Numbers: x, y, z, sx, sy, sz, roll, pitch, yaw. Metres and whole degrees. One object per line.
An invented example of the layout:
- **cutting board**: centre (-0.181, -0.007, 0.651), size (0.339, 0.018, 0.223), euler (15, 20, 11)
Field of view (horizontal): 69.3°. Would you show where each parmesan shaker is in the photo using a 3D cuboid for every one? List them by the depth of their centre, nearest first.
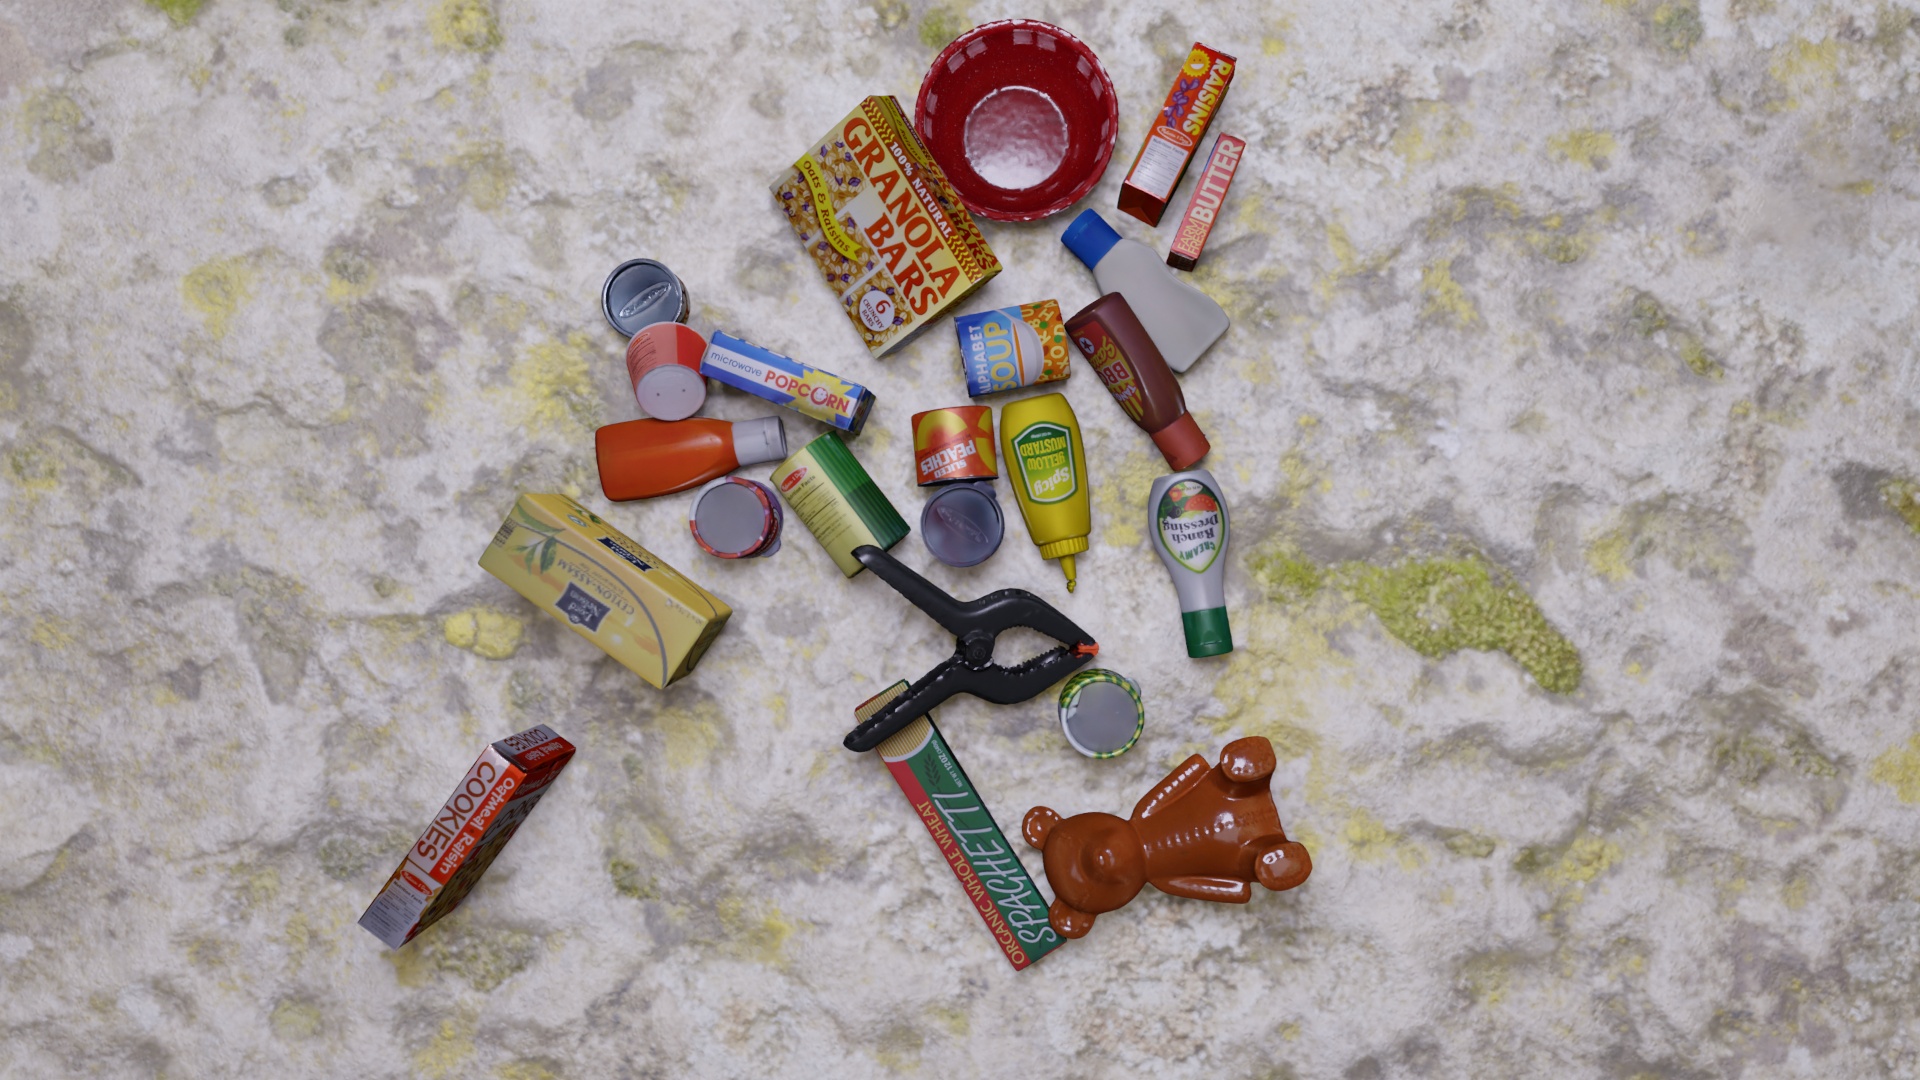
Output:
- **parmesan shaker**: centre (-0.097, -0.027, 1.112), size (0.071, 0.071, 0.103), euler (-38, 89, 1)

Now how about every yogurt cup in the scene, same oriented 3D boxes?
- **yogurt cup**: centre (-0.232, -0.133, 1.107), size (0.072, 0.054, 0.072), euler (-8, 132, -9)

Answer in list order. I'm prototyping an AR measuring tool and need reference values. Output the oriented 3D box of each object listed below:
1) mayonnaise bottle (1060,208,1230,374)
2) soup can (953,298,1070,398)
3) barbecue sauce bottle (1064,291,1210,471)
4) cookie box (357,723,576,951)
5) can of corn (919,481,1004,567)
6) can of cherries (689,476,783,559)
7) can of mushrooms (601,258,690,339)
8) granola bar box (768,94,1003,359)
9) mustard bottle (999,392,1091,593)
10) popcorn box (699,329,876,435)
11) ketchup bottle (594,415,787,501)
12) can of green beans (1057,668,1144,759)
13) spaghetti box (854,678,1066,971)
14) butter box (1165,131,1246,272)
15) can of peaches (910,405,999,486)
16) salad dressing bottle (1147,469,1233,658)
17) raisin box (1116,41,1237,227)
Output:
- **mayonnaise bottle**: centre (0.145, -0.204, 1.118), size (0.148, 0.041, 0.064), euler (45, 97, 3)
- **soup can**: centre (0.041, -0.152, 1.105), size (0.084, 0.071, 0.071), euler (-11, 89, 2)
- **barbecue sauce bottle**: centre (0.144, -0.125, 1.104), size (0.044, 0.065, 0.148), euler (-40, 101, -20)
- **cookie box**: centre (-0.380, 0.227, 1.086), size (0.040, 0.123, 0.167), euler (37, 90, 1)
- **can of corn**: centre (0.004, -0.014, 1.110), size (0.071, 0.058, 0.071), euler (0, 89, 2)
- **can of cherries**: centre (-0.177, -0.016, 1.116), size (0.071, 0.058, 0.071), euler (0, 89, 2)
- **can of mushrooms**: centre (-0.255, -0.192, 1.134), size (0.071, 0.033, 0.071), euler (0, 89, 1)
- **granola bar box**: centre (-0.060, -0.247, 1.099), size (0.124, 0.039, 0.165), euler (-33, 88, 32)
- **mustard bottle**: centre (0.075, -0.036, 1.113), size (0.065, 0.049, 0.160), euler (-13, 89, 3)
- **popcorn box**: centre (-0.136, -0.124, 1.103), size (0.127, 0.085, 0.038), euler (21, 91, 2)
- **ketchup bottle**: centre (-0.217, -0.072, 1.126), size (0.149, 0.043, 0.064), euler (-9, 90, 2)
- **can of green beans**: centre (0.111, 0.137, 1.104), size (0.071, 0.058, 0.071), euler (0, 89, 2)
- **spaghetti box**: centre (0.001, 0.229, 1.121), size (0.050, 0.028, 0.250), euler (-32, 88, 1)
- **butter box**: centre (0.196, -0.269, 1.111), size (0.024, 0.053, 0.103), euler (23, 90, 4)
- **can of peaches**: centre (-0.005, -0.075, 1.105), size (0.071, 0.071, 0.058), euler (-5, 88, 2)
- **salad dressing bottle**: centre (0.189, 0.019, 1.111), size (0.064, 0.044, 0.147), euler (-10, 89, 3)
- **raisin box**: centre (0.170, -0.318, 1.096), size (0.040, 0.086, 0.123), euler (27, 90, 4)
